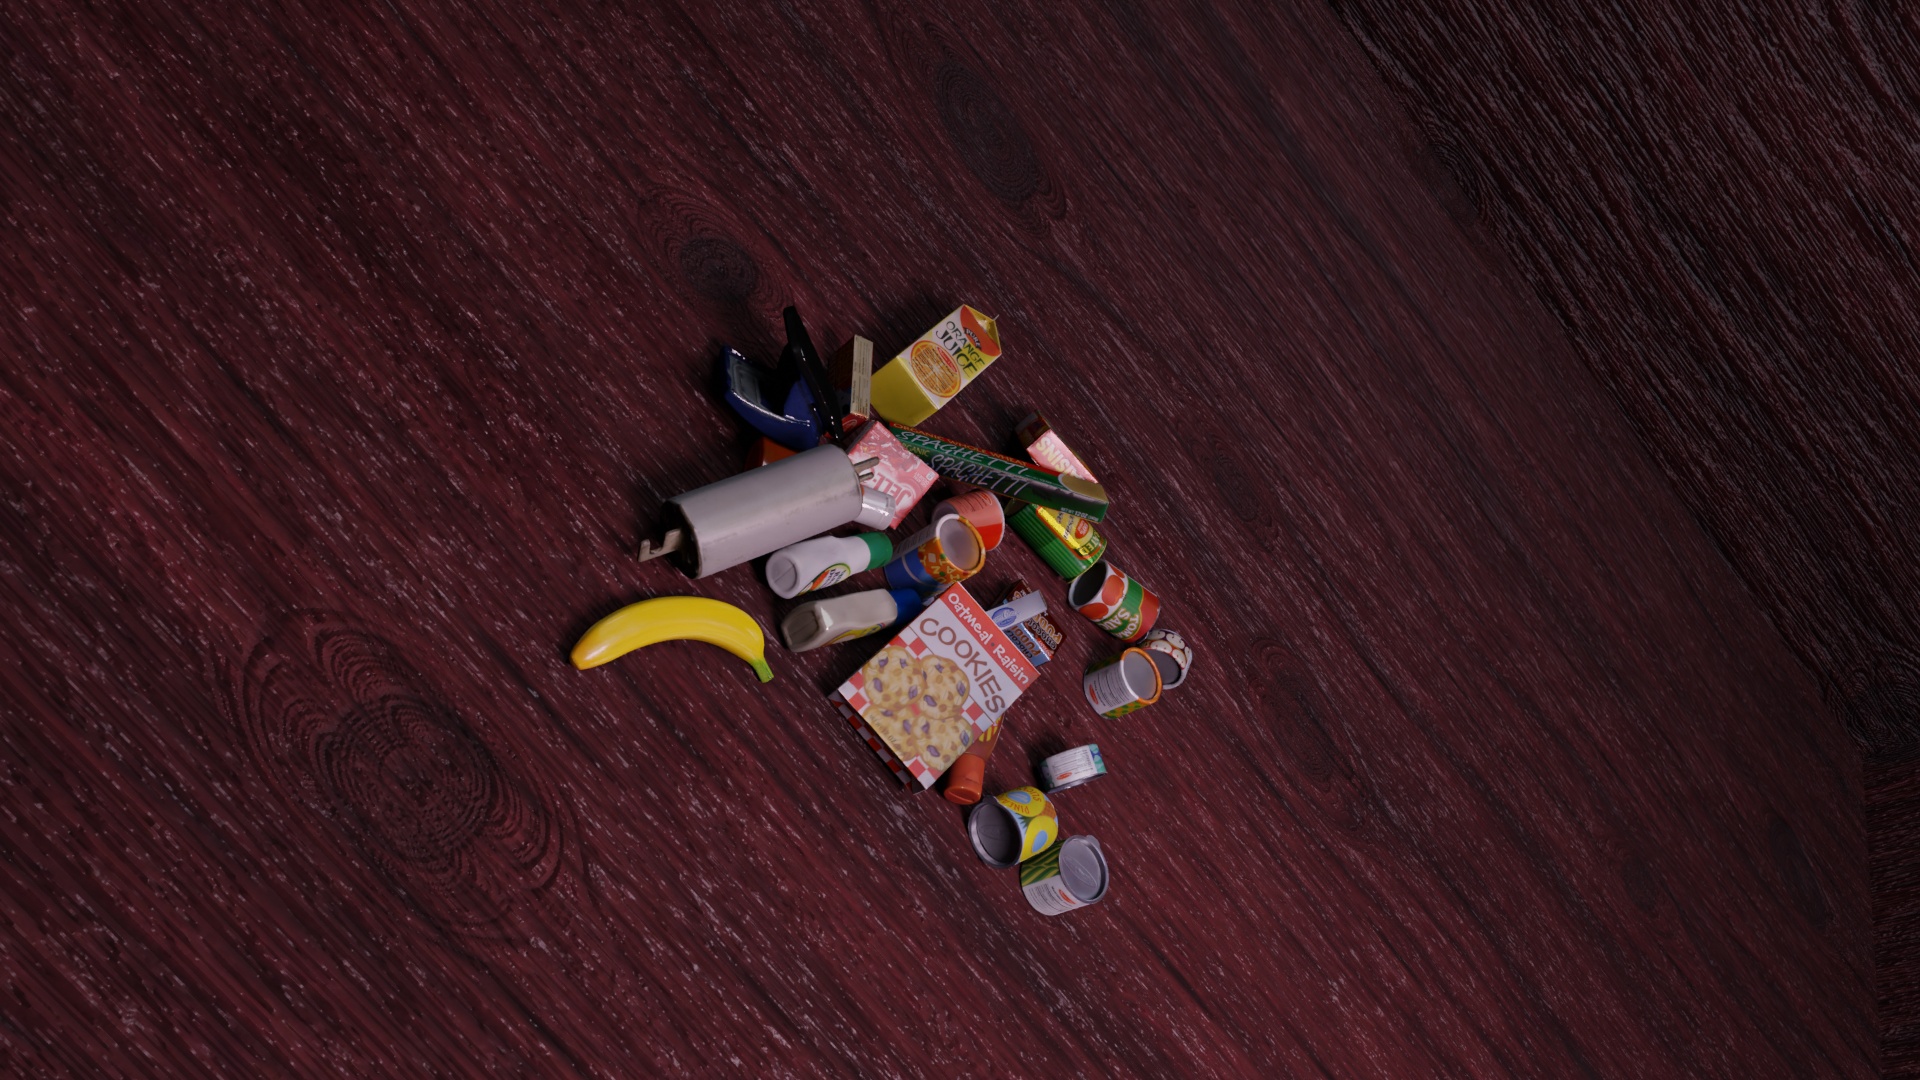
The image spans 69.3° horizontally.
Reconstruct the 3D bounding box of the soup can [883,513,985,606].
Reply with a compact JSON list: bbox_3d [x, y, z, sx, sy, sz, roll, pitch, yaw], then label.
[{"bbox_3d":[-0.024,0.021,1.390,0.071,0.083,0.071,24,52,-34],"label":"soup can"}]

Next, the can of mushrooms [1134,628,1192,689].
[{"bbox_3d":[0.226,0.134,1.582,0.071,0.070,0.034,46,44,-15],"label":"can of mushrooms"}]

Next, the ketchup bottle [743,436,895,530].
[{"bbox_3d":[-0.134,-0.049,1.339,0.149,0.043,0.065,19,57,-26],"label":"ketchup bottle"}]

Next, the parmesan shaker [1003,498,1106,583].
[{"bbox_3d":[0.103,-0.012,1.547,0.103,0.071,0.072,45,43,-15],"label":"parmesan shaker"}]

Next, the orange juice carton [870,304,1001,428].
[{"bbox_3d":[-0.023,-0.197,1.530,0.073,0.071,0.194,52,42,-8],"label":"orange juice carton"}]

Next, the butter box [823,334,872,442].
[{"bbox_3d":[-0.115,-0.157,1.430,0.024,0.053,0.104,22,52,-31],"label":"butter box"}]

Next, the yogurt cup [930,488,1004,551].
[{"bbox_3d":[0.005,-0.018,1.459,0.054,0.072,0.072,-11,75,-39],"label":"yogurt cup"}]

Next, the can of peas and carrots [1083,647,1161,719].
[{"bbox_3d":[0.180,0.156,1.529,0.071,0.058,0.071,23,53,-34],"label":"can of peas and carrots"}]

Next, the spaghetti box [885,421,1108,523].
[{"bbox_3d":[0.036,-0.072,1.468,0.250,0.028,0.050,16,23,-13],"label":"spaghetti box"}]

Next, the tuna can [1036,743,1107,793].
[{"bbox_3d":[0.113,0.233,1.415,0.071,0.071,0.033,-2,68,-45],"label":"tuna can"}]

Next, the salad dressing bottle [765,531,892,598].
[{"bbox_3d":[-0.121,0.019,1.317,0.044,0.064,0.148,56,33,12],"label":"salad dressing bottle"}]

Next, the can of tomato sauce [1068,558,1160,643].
[{"bbox_3d":[0.173,0.070,1.567,0.083,0.071,0.071,34,47,-25],"label":"can of tomato sauce"}]

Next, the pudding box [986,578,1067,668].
[{"bbox_3d":[0.071,0.089,1.483,0.083,0.030,0.050,52,43,-7],"label":"pudding box"}]

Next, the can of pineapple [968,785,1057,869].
[{"bbox_3d":[0.051,0.271,1.326,0.058,0.070,0.071,-12,76,-48],"label":"can of pineapple"}]

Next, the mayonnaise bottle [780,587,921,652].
[{"bbox_3d":[-0.097,0.071,1.308,0.148,0.064,0.041,-8,72,-50],"label":"mayonnaise bottle"}]

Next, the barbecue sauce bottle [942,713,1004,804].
[{"bbox_3d":[0.010,0.183,1.358,0.065,0.043,0.149,28,50,-24],"label":"barbecue sauce bottle"}]

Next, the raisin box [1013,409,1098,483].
[{"bbox_3d":[0.106,-0.097,1.576,0.086,0.040,0.124,47,7,-14],"label":"raisin box"}]

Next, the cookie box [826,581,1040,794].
[{"bbox_3d":[-0.023,0.137,1.310,0.123,0.040,0.168,49,61,0],"label":"cookie box"}]

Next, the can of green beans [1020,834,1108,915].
[{"bbox_3d":[0.101,0.326,1.351,0.071,0.057,0.071,23,52,-34],"label":"can of green beans"}]

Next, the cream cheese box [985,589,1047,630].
[{"bbox_3d":[0.032,0.084,1.409,0.104,0.053,0.024,-21,82,-29],"label":"cream cheese box"}]
